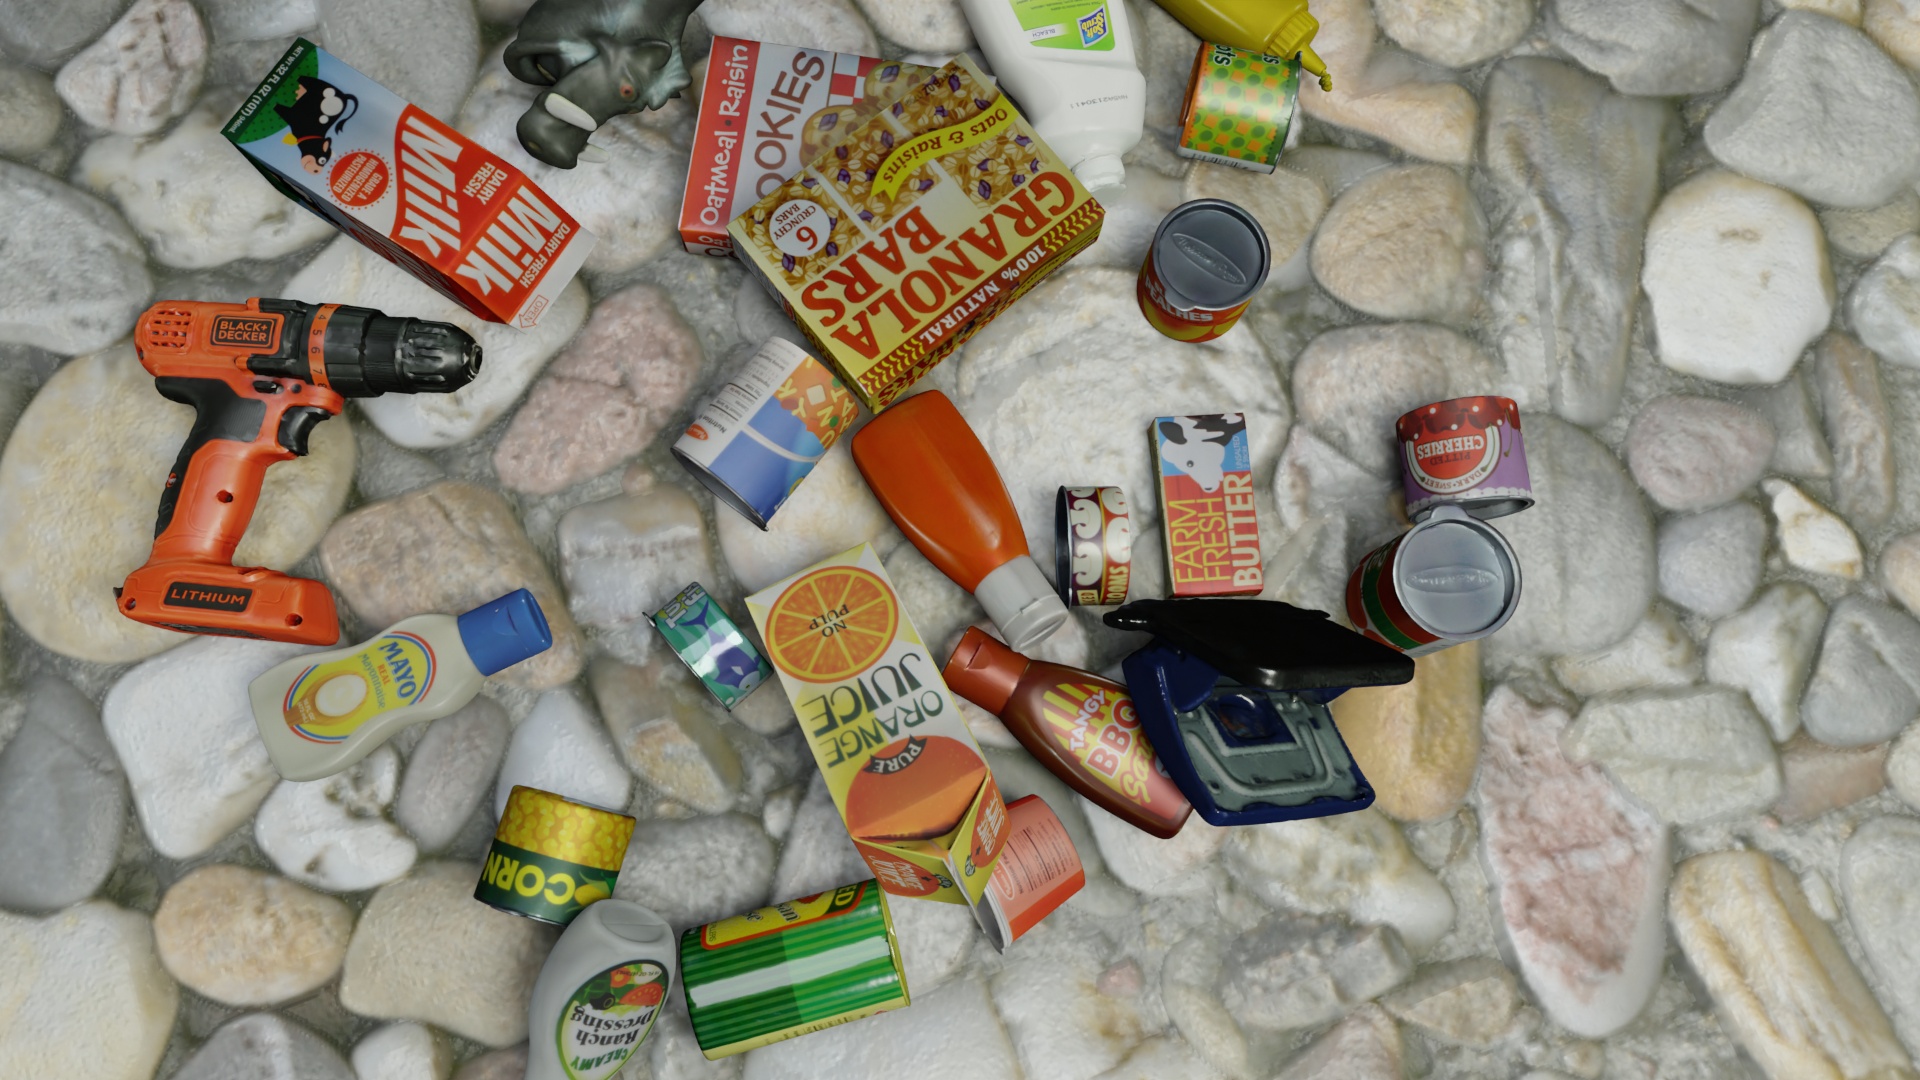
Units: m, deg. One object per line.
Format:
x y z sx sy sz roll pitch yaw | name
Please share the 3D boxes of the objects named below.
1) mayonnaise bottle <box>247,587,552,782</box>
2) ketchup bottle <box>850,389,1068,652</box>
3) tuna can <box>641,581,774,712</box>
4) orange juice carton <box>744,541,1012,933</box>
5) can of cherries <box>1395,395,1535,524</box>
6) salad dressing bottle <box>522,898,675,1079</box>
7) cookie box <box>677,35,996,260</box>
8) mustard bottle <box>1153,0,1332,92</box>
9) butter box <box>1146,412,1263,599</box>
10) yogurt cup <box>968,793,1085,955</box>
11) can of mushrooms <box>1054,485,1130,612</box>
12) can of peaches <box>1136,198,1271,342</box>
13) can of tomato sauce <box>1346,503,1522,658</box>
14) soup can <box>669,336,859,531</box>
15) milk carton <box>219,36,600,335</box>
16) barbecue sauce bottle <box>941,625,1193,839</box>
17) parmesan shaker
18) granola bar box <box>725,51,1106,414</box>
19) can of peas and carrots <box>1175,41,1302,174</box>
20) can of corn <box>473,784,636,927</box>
-0.293 0.071 0.735 0.148 0.041 0.065 -25 79 -6 | mayonnaise bottle
0.003 -0.009 0.748 0.065 0.043 0.149 -31 69 -8 | ketchup bottle
-0.133 0.054 0.731 0.033 0.071 0.071 -41 83 -11 | tuna can
-0.034 0.100 0.686 0.073 0.071 0.193 -26 54 -7 | orange juice carton
0.277 -0.044 0.766 0.071 0.071 0.058 -4 78 -3 | can of cherries
-0.188 0.250 0.680 0.044 0.064 0.147 33 103 47 | salad dressing bottle
-0.070 -0.218 0.807 0.167 0.040 0.123 8 78 -2 | cookie box
0.167 -0.327 0.834 0.160 0.048 0.065 44 82 7 | mustard bottle
0.137 -0.019 0.780 0.053 0.024 0.103 -4 78 -2 | butter box
0.028 0.167 0.716 0.054 0.072 0.072 -26 80 -15 | yogurt cup
0.071 0.005 0.750 0.033 0.071 0.071 -1 78 -4 | can of mushrooms
0.135 -0.150 0.791 0.071 0.058 0.071 0 79 -2 | can of peaches
0.250 0.024 0.744 0.071 0.083 0.071 0 78 -2 | can of tomato sauce
-0.104 -0.058 0.759 0.071 0.071 0.084 38 79 6 | soup can
-0.299 -0.190 0.775 0.191 0.073 0.072 31 79 4 | milk carton
0.061 0.097 0.742 0.148 0.043 0.065 29 70 4 | barbecue sauce bottle
-0.083 0.214 0.697 0.103 0.071 0.071 -14 79 -5 | parmesan shaker
-0.023 -0.167 0.757 0.166 0.039 0.124 -39 83 -10 | granola bar box
0.161 -0.254 0.808 0.059 0.071 0.071 12 78 1 | can of peas and carrots
-0.206 0.160 0.704 0.071 0.071 0.058 16 77 1 | can of corn
